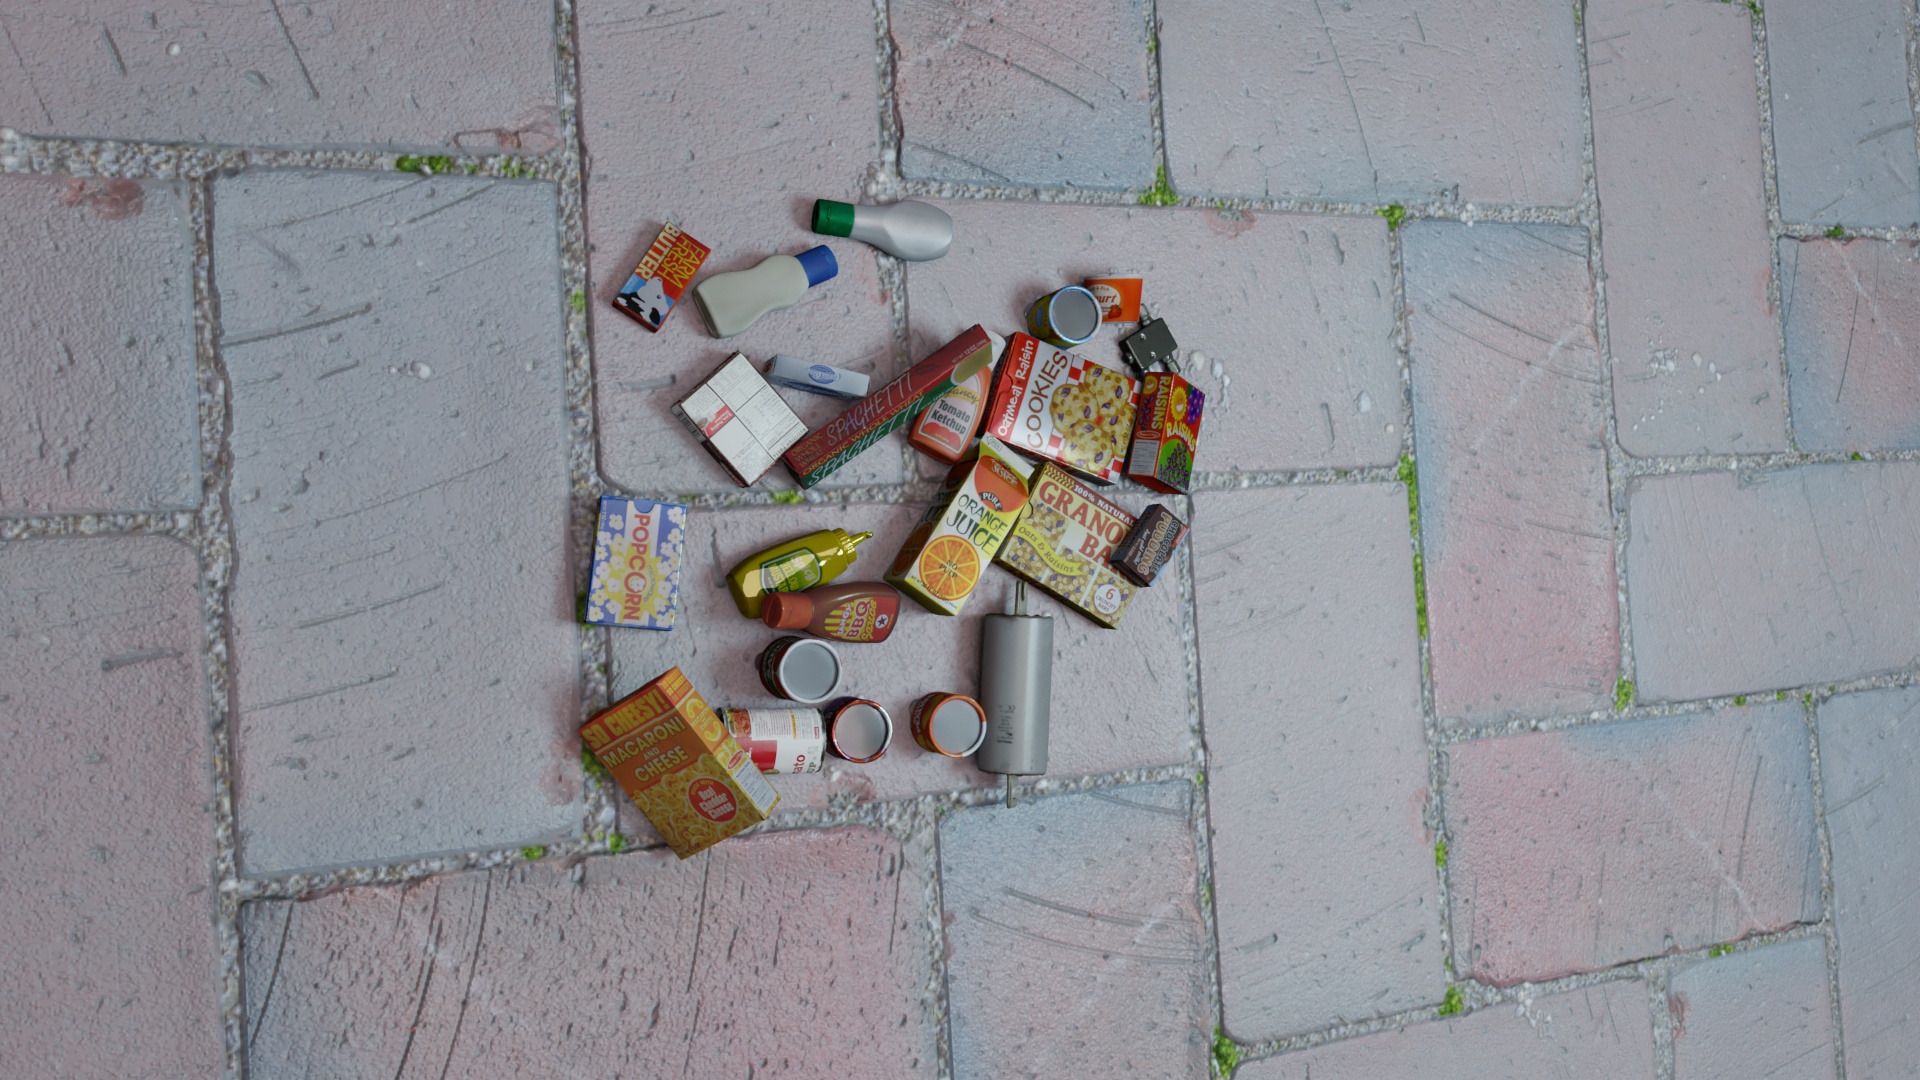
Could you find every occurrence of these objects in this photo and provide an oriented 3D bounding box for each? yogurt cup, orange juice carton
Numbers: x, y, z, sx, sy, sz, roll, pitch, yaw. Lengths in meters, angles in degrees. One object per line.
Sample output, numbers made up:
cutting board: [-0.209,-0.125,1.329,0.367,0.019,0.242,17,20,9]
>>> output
yogurt cup: [0.173,-0.272,1.566,0.072,0.072,0.054,-5,97,-21]
orange juice carton: [0.005,-0.019,1.479,0.072,0.073,0.193,36,76,-17]

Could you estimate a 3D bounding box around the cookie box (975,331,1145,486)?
cookie box: [0.112,-0.145,1.546,0.167,0.040,0.123,20,80,-19]

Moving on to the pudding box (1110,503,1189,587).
pudding box: [0.210,0.006,1.539,0.049,0.030,0.084,41,73,-16]

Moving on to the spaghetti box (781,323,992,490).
spaghetti box: [-0.073,-0.139,1.445,0.250,0.050,0.029,-35,72,-9]

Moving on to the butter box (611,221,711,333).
butter box: [-0.301,-0.266,1.400,0.053,0.024,0.104,34,76,-16]

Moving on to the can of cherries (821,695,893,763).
can of cherries: [-0.112,0.196,1.429,0.071,0.058,0.071,1,87,-22]

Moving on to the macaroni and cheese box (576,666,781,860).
macaroni and cheese box: [-0.271,0.216,1.337,0.166,0.123,0.040,54,30,-10]

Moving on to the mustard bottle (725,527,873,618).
mustard bottle: [-0.158,0.023,1.426,0.161,0.049,0.065,-28,101,-20]

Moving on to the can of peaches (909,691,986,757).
can of peaches: [-0.015,0.193,1.468,0.071,0.058,0.071,1,87,-22]

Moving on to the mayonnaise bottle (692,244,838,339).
mayonnaise bottle: [-0.198,-0.262,1.432,0.148,0.041,0.064,-28,99,-21]

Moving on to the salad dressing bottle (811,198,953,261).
salad dressing bottle: [-0.083,-0.335,1.480,0.148,0.044,0.064,5,87,-20]

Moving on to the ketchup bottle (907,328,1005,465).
ketchup bottle: [0.001,-0.158,1.502,0.065,0.043,0.149,28,77,-7]

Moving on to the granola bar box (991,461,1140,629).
granola bar box: [0.129,0.007,1.545,0.165,0.039,0.124,31,76,-17]

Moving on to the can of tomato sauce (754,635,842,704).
can of tomato sauce: [-0.163,0.129,1.400,0.071,0.083,0.071,1,87,-22]

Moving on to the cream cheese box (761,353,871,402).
cream cheese box: [-0.150,-0.168,1.438,0.104,0.053,0.024,11,86,-20]

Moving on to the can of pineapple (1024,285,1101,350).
can of pineapple: [0.114,-0.246,1.543,0.071,0.058,0.071,1,87,-21]

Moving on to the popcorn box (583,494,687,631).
popcorn box: [-0.321,0.023,1.369,0.085,0.038,0.126,7,85,-20]

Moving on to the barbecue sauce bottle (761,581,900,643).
barbecue sauce bottle: [-0.131,0.072,1.406,0.149,0.044,0.064,5,111,-44]

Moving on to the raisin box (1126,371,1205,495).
raisin box: [0.234,-0.121,1.574,0.086,0.040,0.123,21,78,-52]
